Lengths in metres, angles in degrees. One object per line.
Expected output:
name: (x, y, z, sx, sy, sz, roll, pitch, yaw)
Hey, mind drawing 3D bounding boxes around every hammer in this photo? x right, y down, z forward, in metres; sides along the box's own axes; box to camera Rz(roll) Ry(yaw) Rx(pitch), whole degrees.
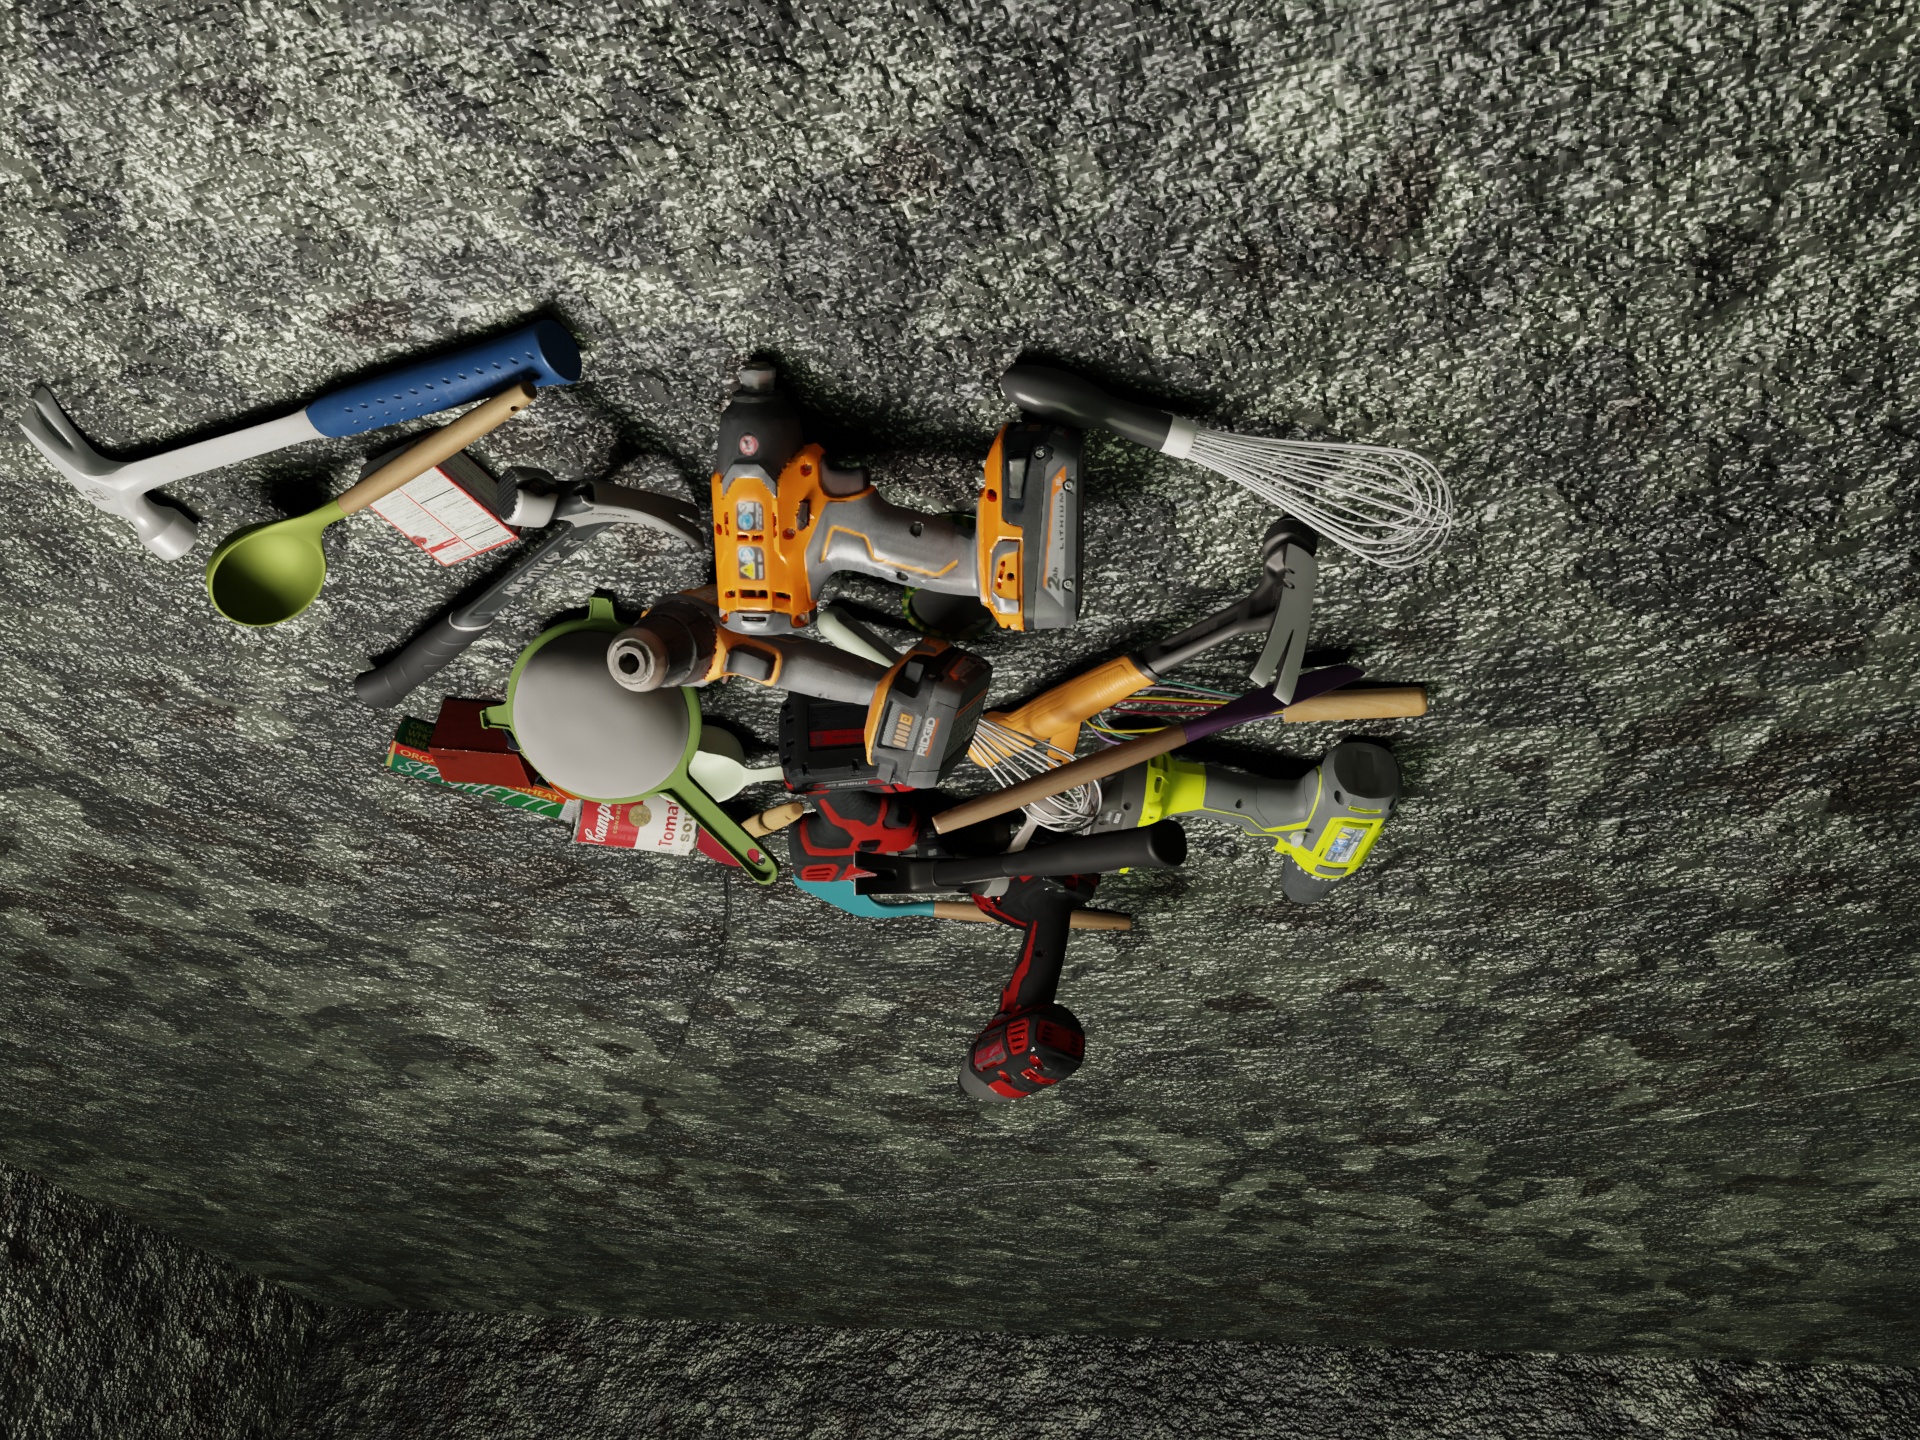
hammer: (0.048, 0.103, 1.164, 0.146, 0.035, 0.335, 4, 169, -30)
hammer: (0.110, -0.023, 1.104, 0.034, 0.127, 0.337, 31, 146, -24)
hammer: (-0.423, -0.193, 1.020, 0.405, 0.035, 0.143, -9, 143, 24)
hammer: (-0.338, -0.081, 1.142, 0.149, 0.036, 0.409, 2, 162, -41)

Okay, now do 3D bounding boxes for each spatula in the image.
spatula: (0.002, 0.166, 1.475, 0.317, 0.044, 0.082, 5, 146, -5)
spatula: (0.130, 0.017, 1.100, 0.316, 0.060, 0.018, -20, 105, -7)

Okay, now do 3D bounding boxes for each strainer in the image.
strainer: (-0.235, 0.041, 1.184, 0.151, 0.069, 0.256, -41, 101, 20)

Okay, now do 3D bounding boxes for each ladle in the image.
ladle: (-0.376, -0.137, 1.018, 0.320, 0.062, 0.078, -20, 161, 33)
ladle: (-0.170, 0.087, 1.303, 0.069, 0.031, 0.315, 31, 163, -12)

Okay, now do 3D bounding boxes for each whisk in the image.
whisk: (0.213, -0.011, 1.159, 0.245, 0.051, 0.047, -3, 180, 8)
whisk: (-0.002, -0.004, 1.135, 0.246, 0.058, 0.059, 37, 118, 3)
whisk: (0.158, -0.156, 0.939, 0.284, 0.070, 0.070, 17, 145, -5)

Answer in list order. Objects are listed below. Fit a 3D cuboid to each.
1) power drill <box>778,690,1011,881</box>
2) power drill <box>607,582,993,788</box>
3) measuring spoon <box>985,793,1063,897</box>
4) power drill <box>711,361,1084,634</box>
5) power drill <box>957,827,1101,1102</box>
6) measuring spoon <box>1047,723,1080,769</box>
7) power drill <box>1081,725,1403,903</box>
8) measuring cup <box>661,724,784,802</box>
power drill: (-0.053, 0.060, 1.277, 0.188, 0.080, 0.226, -4, 149, -1)
power drill: (-0.107, -0.029, 1.044, 0.226, 0.185, 0.084, 19, 105, 9)
measuring spoon: (0.053, 0.109, 1.334, 0.034, 0.018, 0.124, -5, 135, -46)
power drill: (-0.040, -0.133, 0.962, 0.226, 0.084, 0.164, 2, 109, 8)
power drill: (0.052, 0.216, 1.358, 0.078, 0.220, 0.143, 25, 142, -23)
measuring spoon: (0.083, 0.010, 1.235, 0.021, 0.011, 0.116, 9, 146, -2)
power drill: (0.214, 0.081, 1.258, 0.228, 0.080, 0.190, 6, 146, -2)
measuring cup: (-0.170, 0.030, 1.307, 0.167, 0.038, 0.083, -5, 145, -11)
